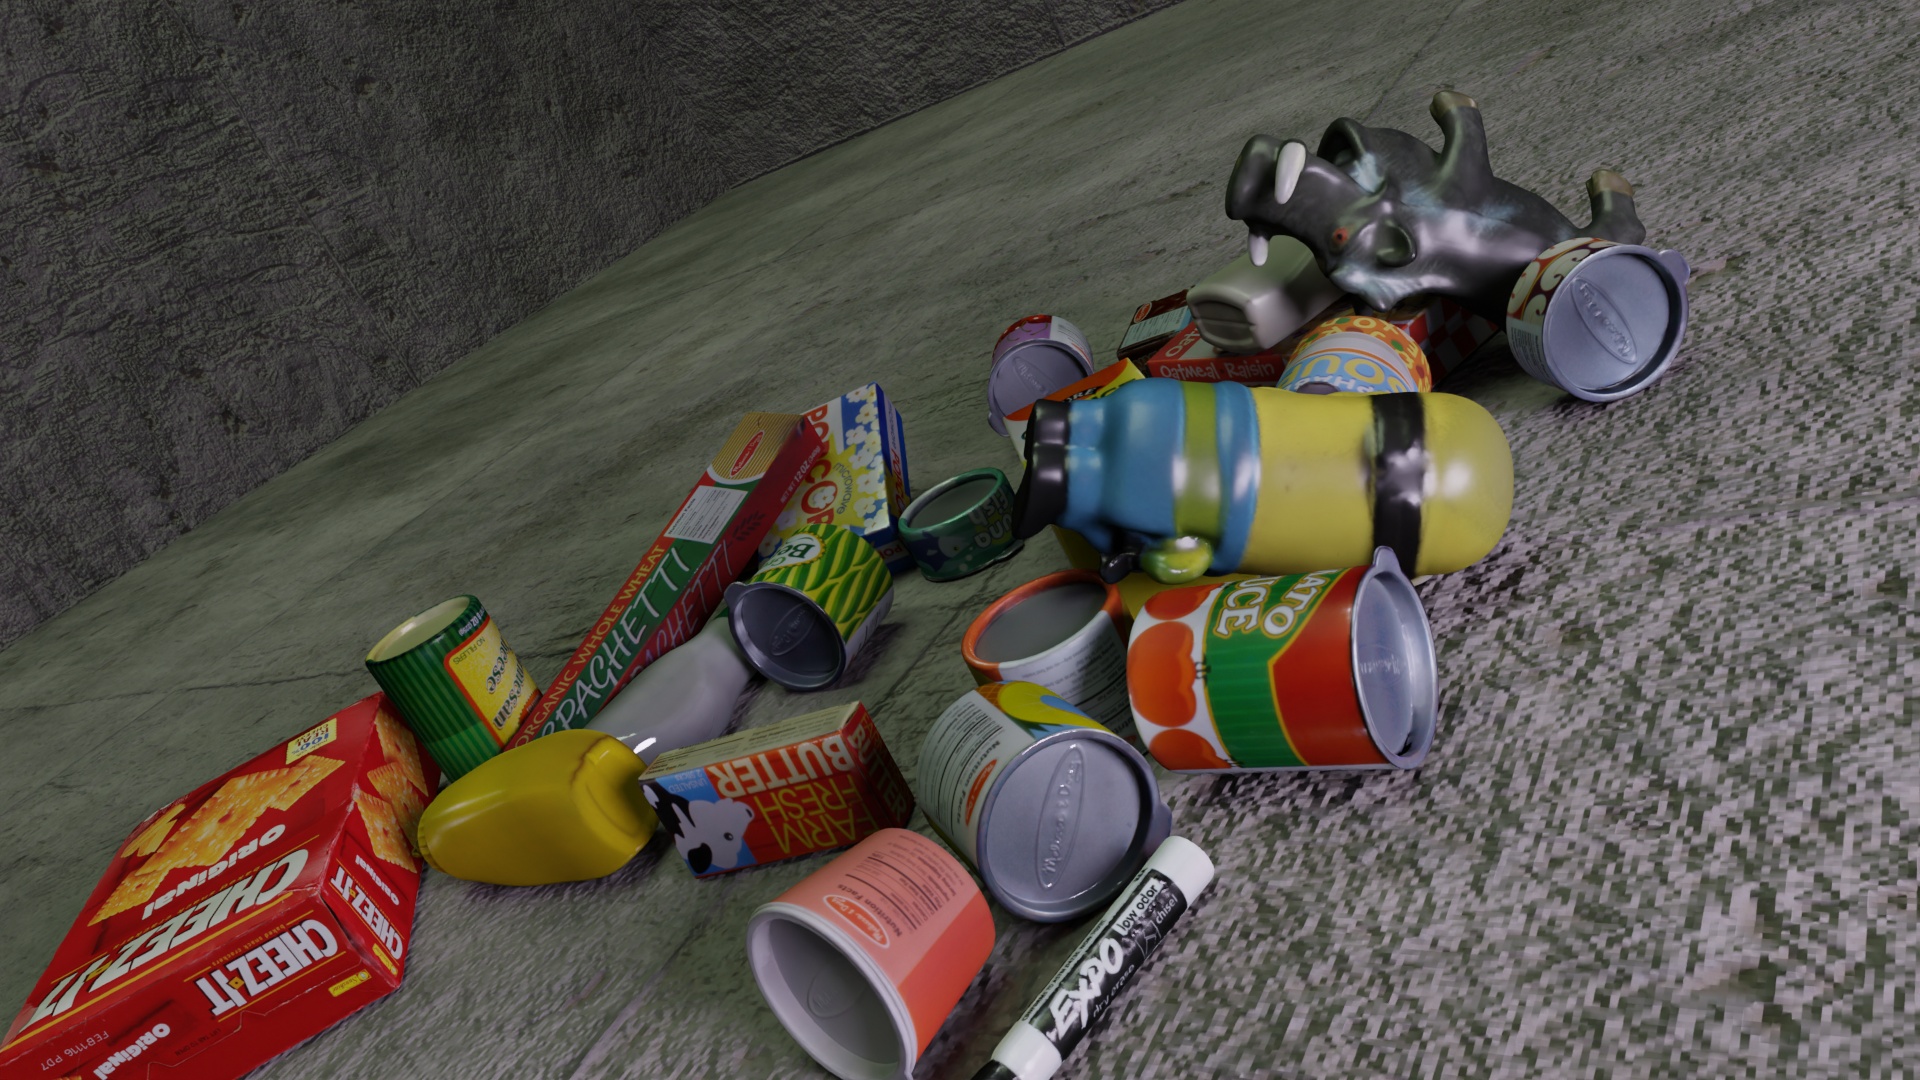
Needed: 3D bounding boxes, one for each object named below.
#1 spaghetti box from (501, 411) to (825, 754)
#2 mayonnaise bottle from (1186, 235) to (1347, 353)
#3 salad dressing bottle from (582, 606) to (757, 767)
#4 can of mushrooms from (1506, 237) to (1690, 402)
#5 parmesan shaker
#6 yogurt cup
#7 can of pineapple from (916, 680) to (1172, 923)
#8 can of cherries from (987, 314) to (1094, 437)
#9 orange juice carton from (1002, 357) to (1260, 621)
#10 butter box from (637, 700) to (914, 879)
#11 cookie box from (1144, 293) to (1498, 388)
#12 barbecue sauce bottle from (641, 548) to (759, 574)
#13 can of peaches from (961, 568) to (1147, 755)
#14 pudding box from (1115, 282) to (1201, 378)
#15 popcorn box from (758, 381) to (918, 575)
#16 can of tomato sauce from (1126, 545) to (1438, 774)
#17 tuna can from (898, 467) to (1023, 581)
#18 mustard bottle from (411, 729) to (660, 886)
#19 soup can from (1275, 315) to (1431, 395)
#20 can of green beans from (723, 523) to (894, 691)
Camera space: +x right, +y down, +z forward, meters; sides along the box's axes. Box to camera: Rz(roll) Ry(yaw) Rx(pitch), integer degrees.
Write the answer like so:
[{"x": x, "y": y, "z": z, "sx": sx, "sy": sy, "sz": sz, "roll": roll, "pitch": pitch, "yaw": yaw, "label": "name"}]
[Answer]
[{"x": -0.159, "y": 0.029, "z": 0.764, "sx": 0.050, "sy": 0.028, "sz": 0.251, "roll": 7, "pitch": 55, "yaw": 38, "label": "spaghetti box"}, {"x": 0.193, "y": -0.151, "z": 0.733, "sx": 0.148, "sy": 0.041, "sz": 0.065, "roll": -33, "pitch": 24, "yaw": -17, "label": "mayonnaise bottle"}, {"x": -0.135, "y": 0.075, "z": 0.714, "sx": 0.064, "sy": 0.043, "sz": 0.148, "roll": -4, "pitch": 30, "yaw": 34, "label": "salad dressing bottle"}, {"x": 0.272, "y": -0.096, "z": 0.591, "sx": 0.071, "sy": 0.071, "sz": 0.033, "roll": -28, "pitch": 20, "yaw": 0, "label": "can of mushrooms"}, {"x": -0.262, "y": 0.090, "z": 0.746, "sx": 0.071, "sy": 0.102, "sz": 0.071, "roll": -23, "pitch": 22, "yaw": 10, "label": "parmesan shaker"}, {"x": -0.026, "y": 0.128, "z": 0.439, "sx": 0.072, "sy": 0.072, "sz": 0.054, "roll": -5, "pitch": 22, "yaw": 44, "label": "yogurt cup"}, {"x": 0.026, "y": 0.087, "z": 0.470, "sx": 0.071, "sy": 0.070, "sz": 0.058, "roll": -33, "pitch": 22, "yaw": -13, "label": "can of pineapple"}, {"x": 0.048, "y": -0.100, "z": 0.864, "sx": 0.071, "sy": 0.071, "sz": 0.058, "roll": -22, "pitch": 22, "yaw": 13, "label": "can of cherries"}, {"x": 0.073, "y": -0.030, "z": 0.665, "sx": 0.072, "sy": 0.073, "sz": 0.193, "roll": -26, "pitch": 21, "yaw": 4, "label": "orange juice carton"}, {"x": -0.076, "y": 0.103, "z": 0.567, "sx": 0.103, "sy": 0.053, "sz": 0.024, "roll": -17, "pitch": 21, "yaw": 23, "label": "butter box"}, {"x": 0.201, "y": -0.116, "z": 0.755, "sx": 0.123, "sy": 0.040, "sz": 0.167, "roll": -38, "pitch": 24, "yaw": -25, "label": "cookie box"}, {"x": -0.132, "y": -0.008, "z": 0.896, "sx": 0.148, "sy": 0.043, "sz": 0.065, "roll": -26, "pitch": 28, "yaw": 5, "label": "barbecue sauce bottle"}, {"x": 0.040, "y": 0.051, "z": 0.541, "sx": 0.071, "sy": 0.058, "sz": 0.071, "roll": -23, "pitch": 22, "yaw": 10, "label": "can of peaches"}, {"x": 0.133, "y": -0.130, "z": 0.881, "sx": 0.049, "sy": 0.030, "sz": 0.084, "roll": -18, "pitch": 23, "yaw": 26, "label": "pudding box"}, {"x": -0.074, "y": -0.027, "z": 0.819, "sx": 0.085, "sy": 0.038, "sz": 0.127, "roll": -21, "pitch": 45, "yaw": 13, "label": "popcorn box"}, {"x": 0.107, "y": 0.043, "z": 0.466, "sx": 0.083, "sy": 0.071, "sz": 0.071, "roll": -10, "pitch": 27, "yaw": 38, "label": "can of tomato sauce"}, {"x": 0.003, "y": -0.009, "z": 0.756, "sx": 0.071, "sy": 0.032, "sz": 0.071, "roll": -24, "pitch": 21, "yaw": 10, "label": "tuna can"}, {"x": -0.210, "y": 0.130, "z": 0.650, "sx": 0.160, "sy": 0.065, "sz": 0.049, "roll": -17, "pitch": 27, "yaw": 34, "label": "mustard bottle"}, {"x": 0.169, "y": -0.056, "z": 0.615, "sx": 0.071, "sy": 0.071, "sz": 0.084, "roll": -13, "pitch": 26, "yaw": 34, "label": "soup can"}, {"x": -0.075, "y": 0.033, "z": 0.705, "sx": 0.071, "sy": 0.071, "sz": 0.058, "roll": -13, "pitch": 26, "yaw": 34, "label": "can of green beans"}]
